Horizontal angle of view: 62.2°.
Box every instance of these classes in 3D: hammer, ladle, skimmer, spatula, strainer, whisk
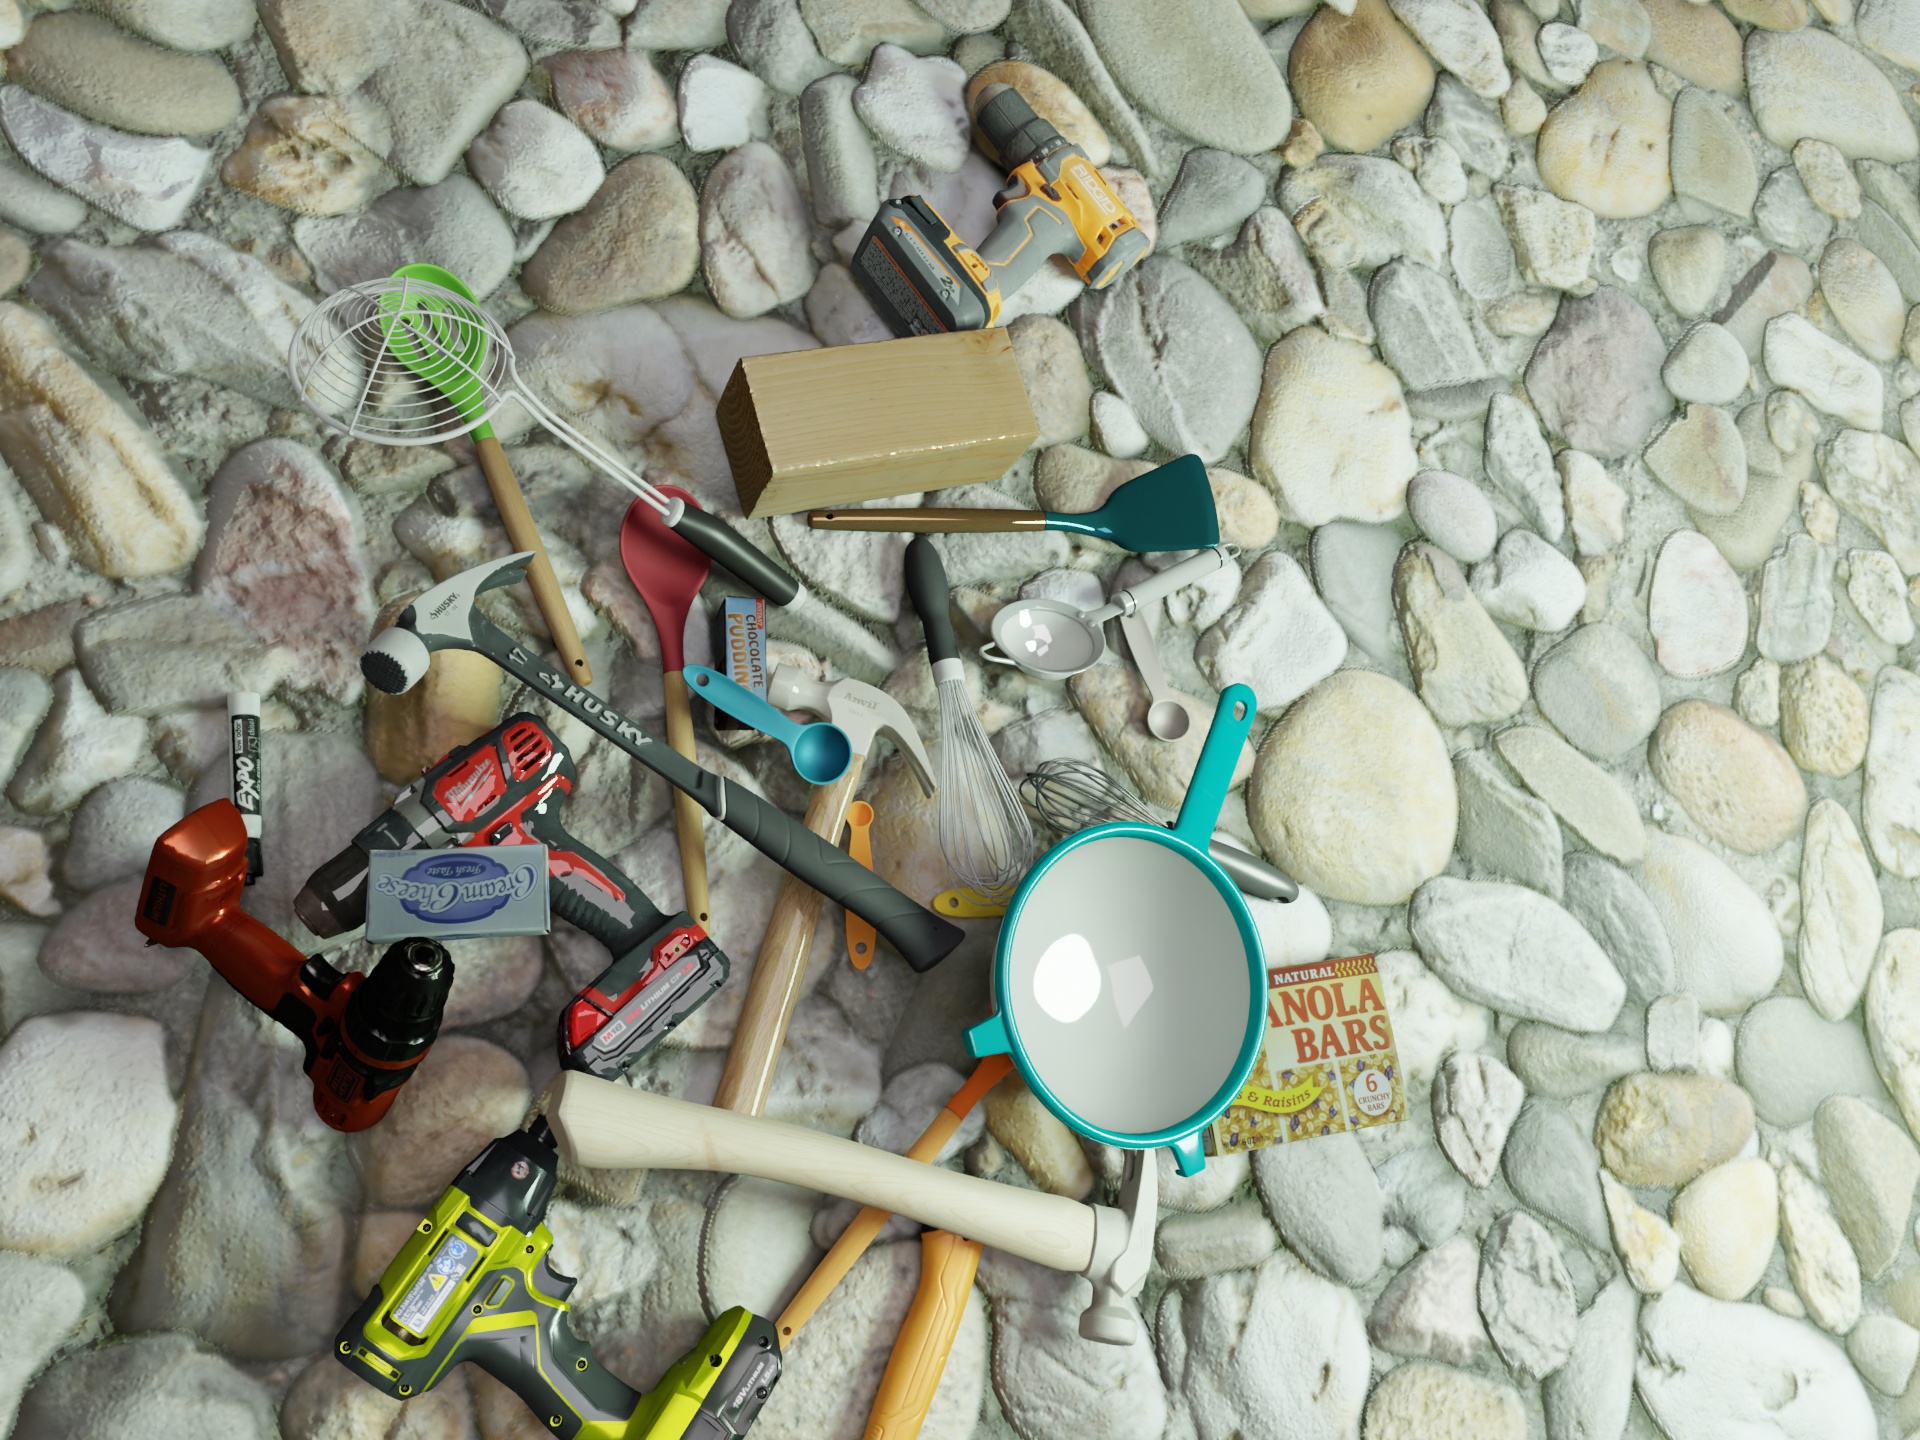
[{"bbox_3d":[-0.107,0.128,1.064,0.130,0.031,0.331,16,71,-3],"label":"hammer"},{"bbox_3d":[-0.170,0.036,1.021,0.409,0.036,0.149,35,39,-7],"label":"hammer"},{"bbox_3d":[-0.191,-0.007,1.084,0.069,0.031,0.315,0,76,-31],"label":"ladle"},{"bbox_3d":[-0.046,0.474,0.987,0.127,0.034,0.337,26,67,-10],"label":"hammer"},{"bbox_3d":[-0.252,-0.158,1.037,0.362,0.090,0.127,36,45,-41],"label":"skimmer"},{"bbox_3d":[0.041,-0.158,1.203,0.317,0.044,0.082,-3,71,-19],"label":"spatula"},{"bbox_3d":[0.121,0.125,1.097,0.211,0.095,0.340,33,64,-18],"label":"strainer"},{"bbox_3d":[-0.053,0.276,0.993,0.410,0.038,0.146,22,63,-22],"label":"hammer"},{"bbox_3d":[-0.002,-0.004,1.133,0.070,0.070,0.285,-6,70,-21],"label":"whisk"},{"bbox_3d":[0.150,0.087,1.171,0.238,0.055,0.055,25,67,-16],"label":"whisk"},{"bbox_3d":[0.118,-0.083,1.205,0.258,0.050,0.087,-27,54,-26],"label":"strainer"},{"bbox_3d":[-0.022,0.282,1.061,0.081,0.041,0.323,43,69,-5],"label":"spatula"}]

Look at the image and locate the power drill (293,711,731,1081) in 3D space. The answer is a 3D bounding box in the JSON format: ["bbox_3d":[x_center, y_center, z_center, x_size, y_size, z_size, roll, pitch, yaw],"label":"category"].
[{"bbox_3d":[-0.275,0.126,0.988,0.188,0.080,0.227,-40,87,-25],"label":"power drill"}]

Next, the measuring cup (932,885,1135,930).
[{"bbox_3d":[0.057,0.125,1.131,0.156,0.029,0.062,-1,74,-22],"label":"measuring cup"}]

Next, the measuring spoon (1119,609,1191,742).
[{"bbox_3d":[0.144,-0.038,1.223,0.034,0.018,0.124,-13,72,-15],"label":"measuring spoon"}]

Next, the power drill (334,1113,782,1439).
[{"bbox_3d":[-0.224,0.356,0.937,0.223,0.080,0.171,36,66,-3],"label":"power drill"}]

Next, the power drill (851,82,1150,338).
[{"bbox_3d":[0.021,-0.397,1.250,0.226,0.084,0.185,-36,88,-29],"label":"power drill"}]

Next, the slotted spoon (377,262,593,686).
[{"bbox_3d":[-0.317,-0.166,1.087,0.070,0.031,0.314,-22,84,-24],"label":"slotted spoon"}]

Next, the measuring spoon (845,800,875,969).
[{"bbox_3d":[-0.070,0.114,1.102,0.021,0.011,0.117,0,77,-9],"label":"measuring spoon"}]

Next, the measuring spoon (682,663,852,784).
[{"bbox_3d":[-0.130,0.000,1.059,0.128,0.021,0.042,33,78,-13],"label":"measuring spoon"}]
